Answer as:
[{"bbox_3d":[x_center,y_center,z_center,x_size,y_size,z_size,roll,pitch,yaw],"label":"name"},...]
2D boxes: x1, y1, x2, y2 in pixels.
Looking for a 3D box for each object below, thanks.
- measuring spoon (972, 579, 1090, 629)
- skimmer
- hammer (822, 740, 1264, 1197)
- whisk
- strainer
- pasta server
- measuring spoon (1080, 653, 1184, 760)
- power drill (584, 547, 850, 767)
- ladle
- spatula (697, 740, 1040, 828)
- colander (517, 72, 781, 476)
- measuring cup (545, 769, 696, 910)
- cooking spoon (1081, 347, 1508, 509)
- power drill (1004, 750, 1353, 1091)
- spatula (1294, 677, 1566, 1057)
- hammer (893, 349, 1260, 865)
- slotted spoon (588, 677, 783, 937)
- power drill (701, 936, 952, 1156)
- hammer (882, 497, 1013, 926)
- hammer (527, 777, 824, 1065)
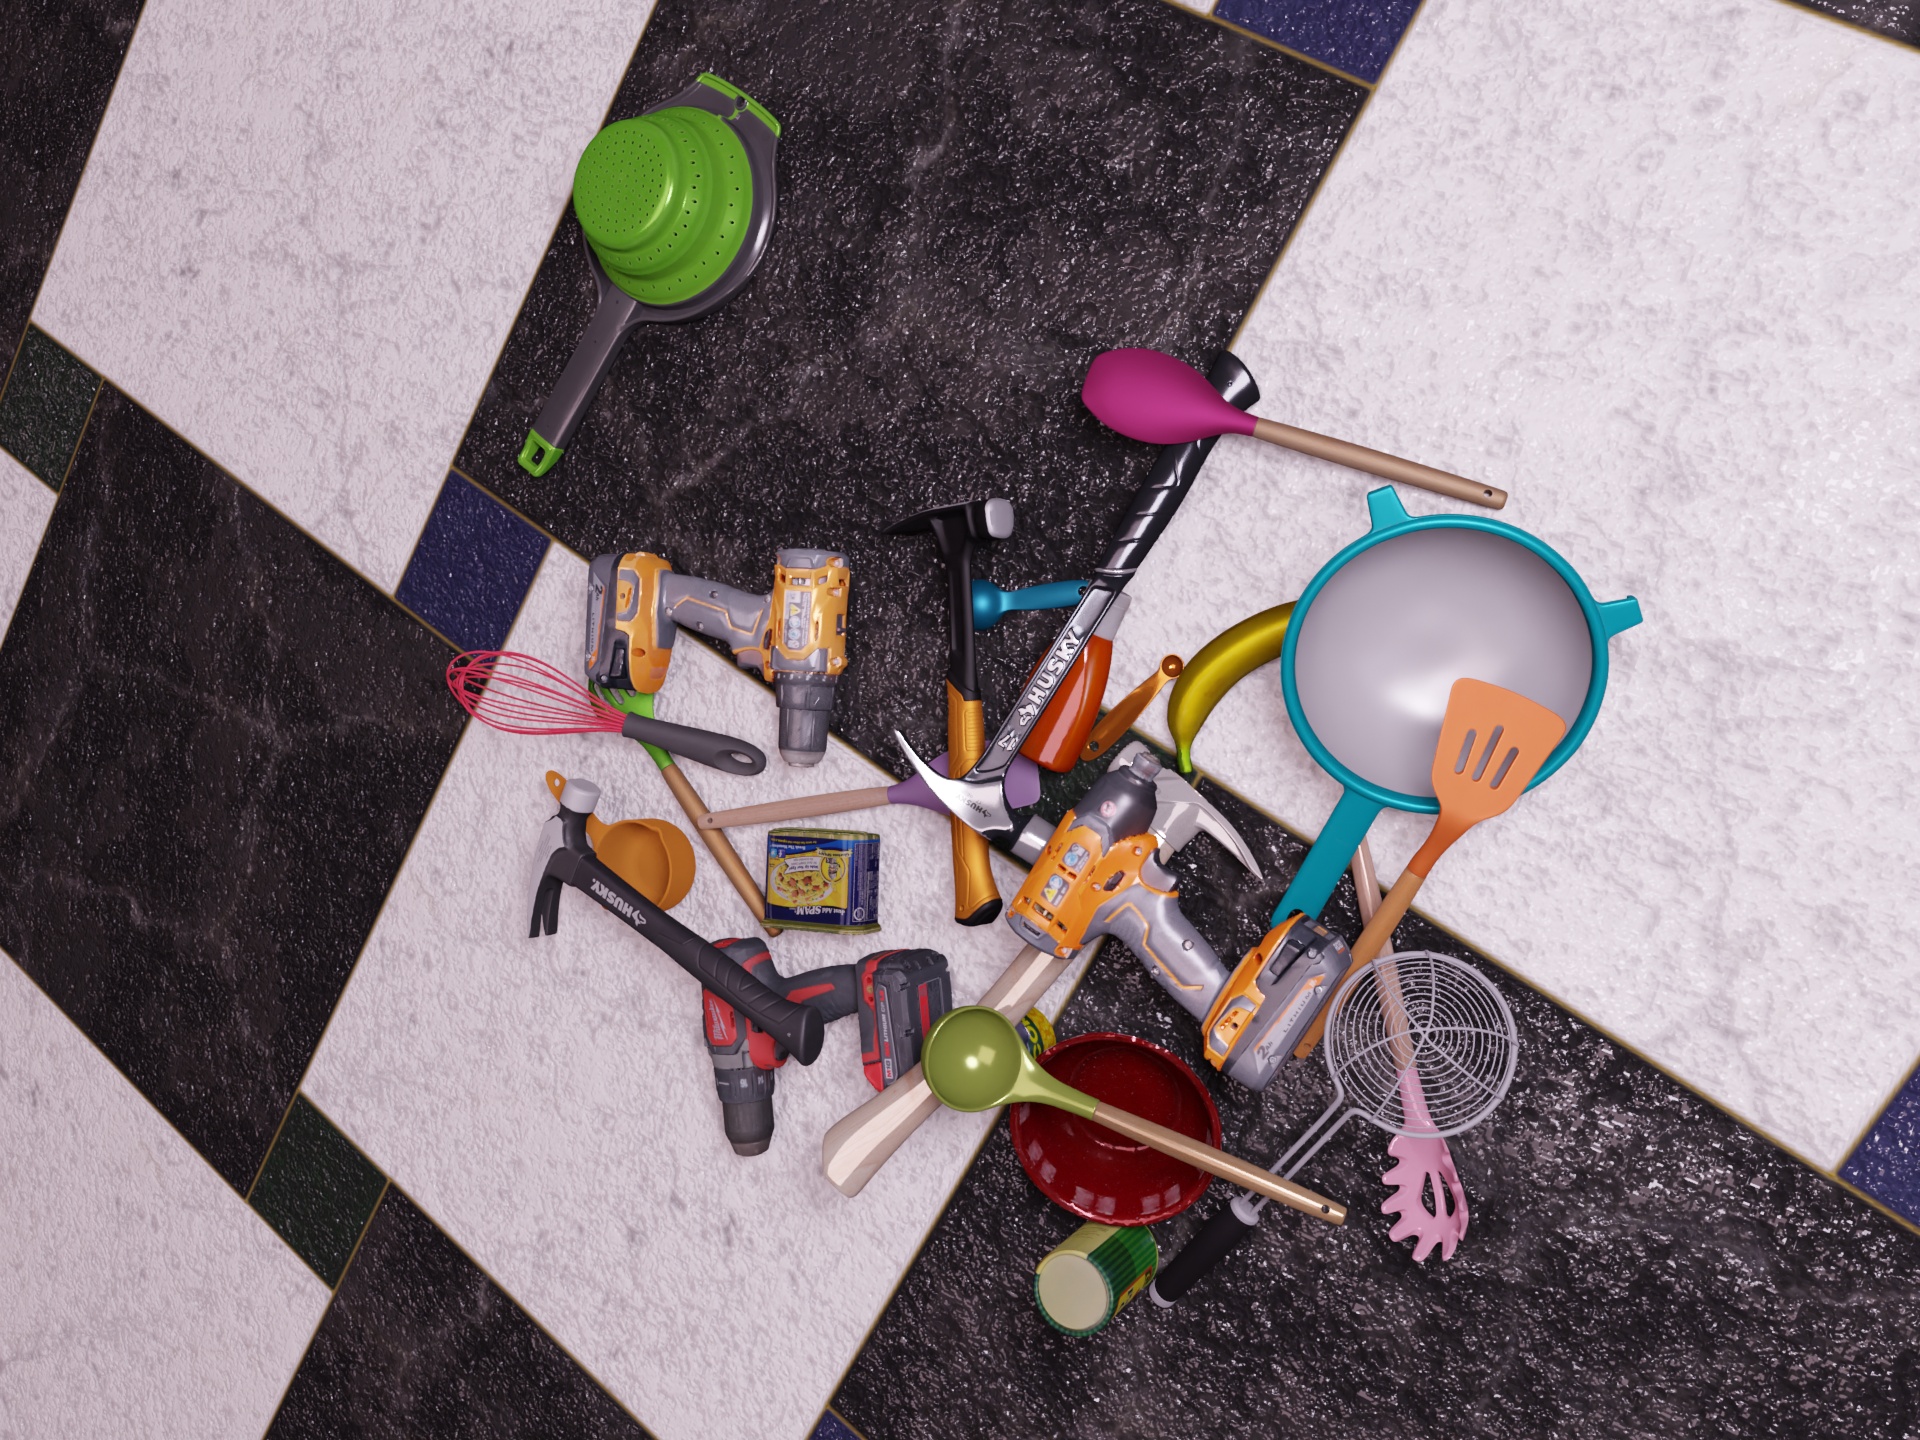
[{"bbox_3d":[0.051,-0.099,1.284,0.128,0.021,0.042,-6,88,26],"label":"measuring spoon"},{"bbox_3d":[0.256,0.315,1.162,0.127,0.090,0.363,48,126,24],"label":"skimmer"},{"bbox_3d":[0.050,0.213,1.220,0.146,0.038,0.410,43,92,19],"label":"hammer"},{"bbox_3d":[-0.312,-0.002,1.402,0.296,0.073,0.073,16,98,3],"label":"whisk"},{"bbox_3d":[0.307,0.005,1.128,0.211,0.095,0.340,25,115,3],"label":"strainer"},{"bbox_3d":[0.314,0.226,1.152,0.060,0.040,0.316,-15,83,37],"label":"pasta server"},{"bbox_3d":[0.135,-0.009,1.253,0.021,0.011,0.117,49,113,16],"label":"measuring spoon"},{"bbox_3d":[-0.206,-0.058,1.371,0.226,0.084,0.185,3,92,16],"label":"power drill"},{"bbox_3d":[0.120,0.290,1.137,0.320,0.062,0.078,20,81,16],"label":"ladle"},{"bbox_3d":[-0.083,0.064,1.344,0.316,0.018,0.060,-10,82,20],"label":"spatula"},{"bbox_3d":[-0.314,-0.394,1.416,0.205,0.094,0.397,40,106,20],"label":"colander"},{"bbox_3d":[-0.309,0.104,1.442,0.174,0.052,0.095,44,108,21],"label":"measuring cup"},{"bbox_3d":[0.241,-0.208,1.164,0.319,0.017,0.069,20,88,13],"label":"cooking spoon"},{"bbox_3d":[0.161,0.137,1.136,0.227,0.084,0.164,34,102,19],"label":"power drill"},{"bbox_3d":[0.308,0.118,1.111,0.081,0.041,0.322,23,122,0],"label":"spatula"},{"bbox_3d":[0.103,-0.099,1.207,0.149,0.036,0.409,32,91,7],"label":"hammer"},{"bbox_3d":[-0.247,0.062,1.426,0.070,0.031,0.314,-38,76,13],"label":"slotted spoon"},{"bbox_3d":[-0.119,0.277,1.340,0.227,0.080,0.188,-5,90,29],"label":"power drill"},{"bbox_3d":[-0.002,-0.004,1.278,0.127,0.034,0.337,-4,89,47],"label":"hammer"},{"bbox_3d":[-0.245,0.191,1.351,0.335,0.035,0.146,31,105,27],"label":"hammer"}]
